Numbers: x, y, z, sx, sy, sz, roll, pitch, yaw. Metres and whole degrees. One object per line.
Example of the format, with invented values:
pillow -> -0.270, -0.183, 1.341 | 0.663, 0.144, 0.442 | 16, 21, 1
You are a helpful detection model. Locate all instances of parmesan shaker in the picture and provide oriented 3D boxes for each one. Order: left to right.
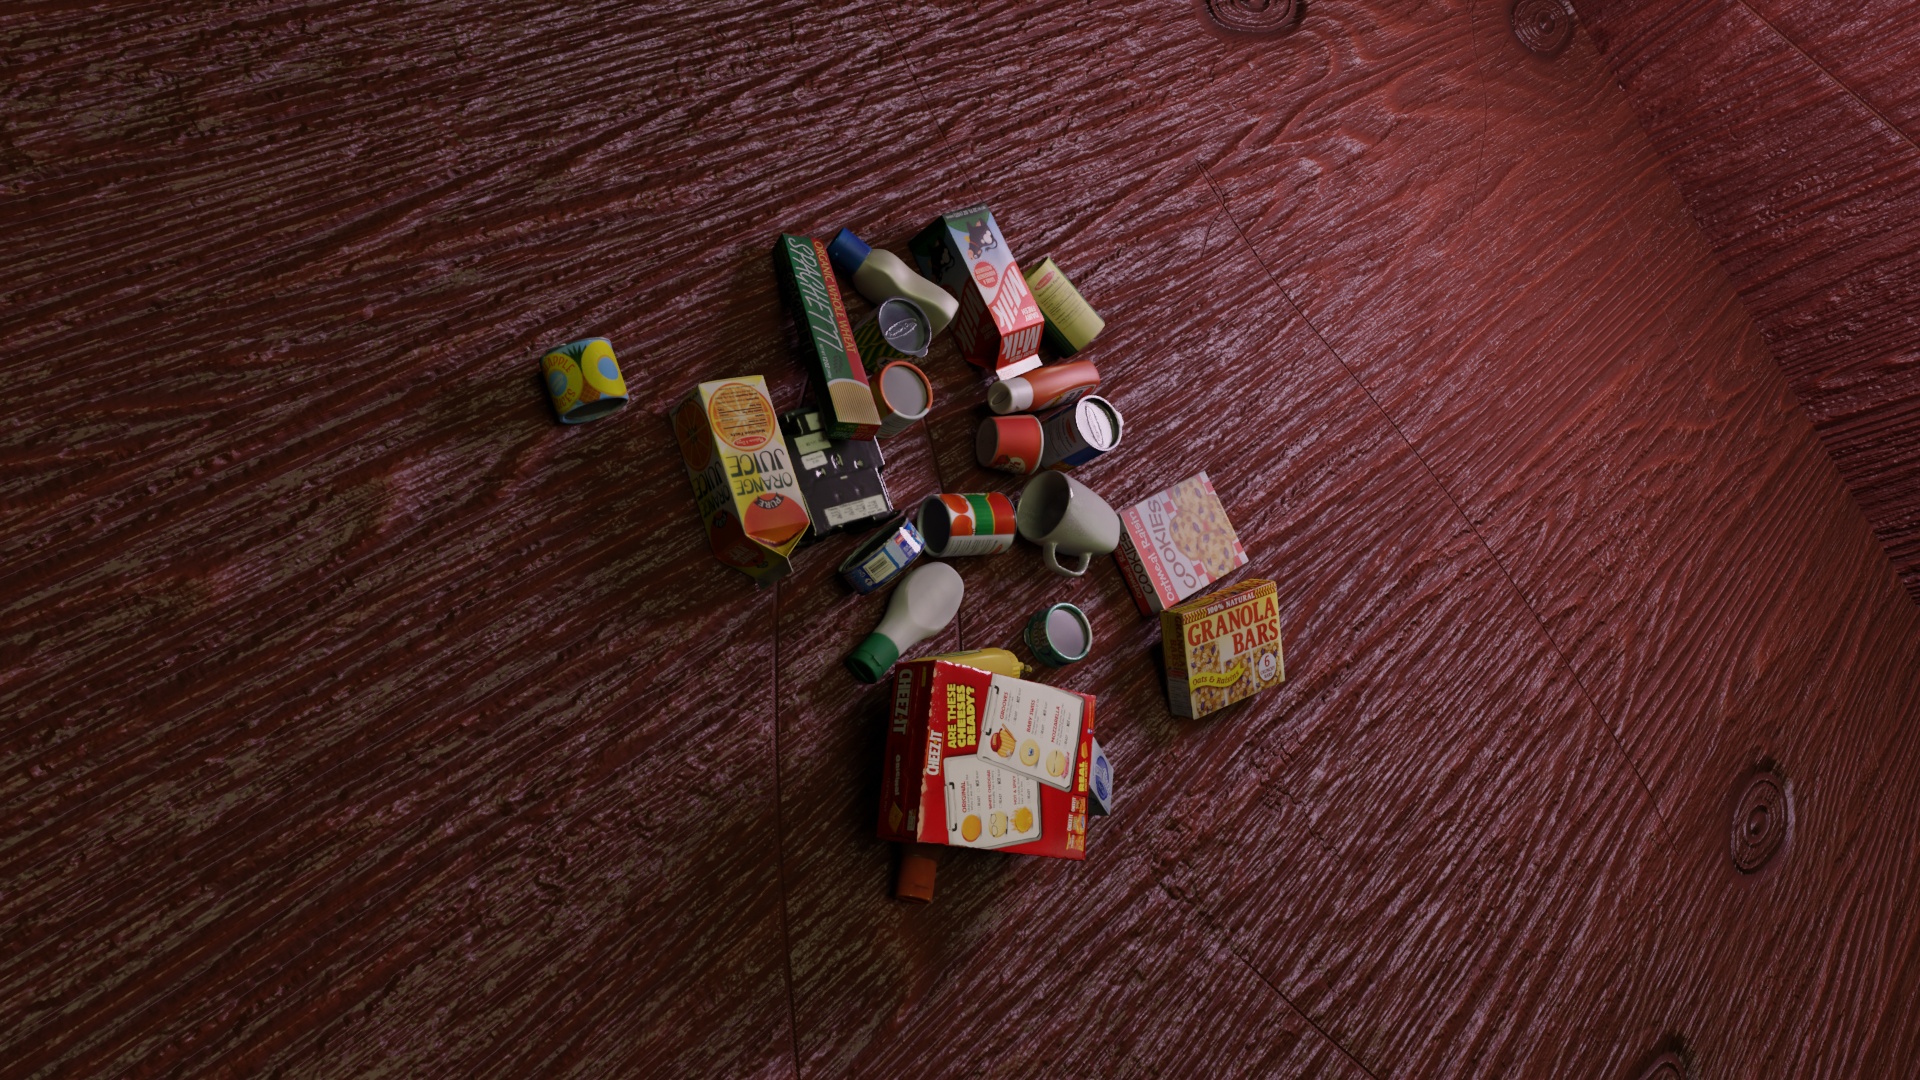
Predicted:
parmesan shaker -> 0.109, -0.268, 1.615 | 0.103, 0.071, 0.072 | 47, 53, -13

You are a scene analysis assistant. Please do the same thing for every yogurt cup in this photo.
yogurt cup -> 0.052, -0.106, 1.514 | 0.054, 0.072, 0.072 | 3, 71, -26

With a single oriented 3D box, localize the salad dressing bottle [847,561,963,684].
salad dressing bottle -> -0.055, 0.082, 1.381 | 0.064, 0.044, 0.148 | 51, 53, -10

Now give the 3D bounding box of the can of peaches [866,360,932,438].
can of peaches -> -0.072, -0.149, 1.445 | 0.071, 0.058, 0.071 | 13, 67, -32

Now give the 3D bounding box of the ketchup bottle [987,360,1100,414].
ketchup bottle -> 0.090, -0.169, 1.552 | 0.149, 0.064, 0.043 | -17, 77, -47

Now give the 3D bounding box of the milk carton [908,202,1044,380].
milk carton -> 0.026, -0.271, 1.551 | 0.072, 0.073, 0.190 | -27, 90, -39

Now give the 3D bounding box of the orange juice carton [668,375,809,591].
orange juice carton -> -0.202, -0.051, 1.307 | 0.073, 0.071, 0.193 | -13, 81, -38

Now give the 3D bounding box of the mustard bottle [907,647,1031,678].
mustard bottle -> 0.011, 0.135, 1.397 | 0.161, 0.065, 0.049 | -4, 85, -42

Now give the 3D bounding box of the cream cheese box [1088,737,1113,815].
cream cheese box -> 0.135, 0.243, 1.431 | 0.103, 0.024, 0.053 | 58, 35, -57

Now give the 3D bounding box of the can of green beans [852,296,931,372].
can of green beans -> -0.074, -0.216, 1.469 | 0.071, 0.057, 0.071 | 13, 66, -31

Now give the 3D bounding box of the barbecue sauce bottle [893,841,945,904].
barbecue sauce bottle -> -0.035, 0.268, 1.324 | 0.065, 0.043, 0.149 | 21, 62, -23

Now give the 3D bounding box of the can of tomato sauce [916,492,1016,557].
can of tomato sauce -> 0.005, -0.018, 1.446 | 0.083, 0.071, 0.071 | -3, 75, -35

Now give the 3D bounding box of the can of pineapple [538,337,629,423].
can of pineapple -> -0.339, -0.143, 1.247 | 0.071, 0.070, 0.058 | -16, 83, -38

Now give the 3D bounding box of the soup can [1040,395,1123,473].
soup can -> 0.132, -0.118, 1.562 | 0.071, 0.083, 0.071 | 13, 66, -32

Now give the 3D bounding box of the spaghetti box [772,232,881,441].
spaghetti box -> -0.137, -0.209, 1.398 | 0.050, 0.028, 0.251 | 2, 56, -34

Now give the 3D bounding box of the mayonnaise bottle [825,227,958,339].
mayonnaise bottle -> -0.076, -0.276, 1.489 | 0.148, 0.064, 0.041 | 36, 53, -15

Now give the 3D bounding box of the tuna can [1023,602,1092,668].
tuna can -> 0.105, 0.102, 1.493 | 0.071, 0.032, 0.071 | 13, 65, -32

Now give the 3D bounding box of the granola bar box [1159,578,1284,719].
granola bar box -> 0.302, 0.123, 1.599 | 0.166, 0.039, 0.124 | -15, 102, -38

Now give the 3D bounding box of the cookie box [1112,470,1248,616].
cookie box -> 0.251, 0.002, 1.630 | 0.168, 0.040, 0.123 | -25, 88, -40
